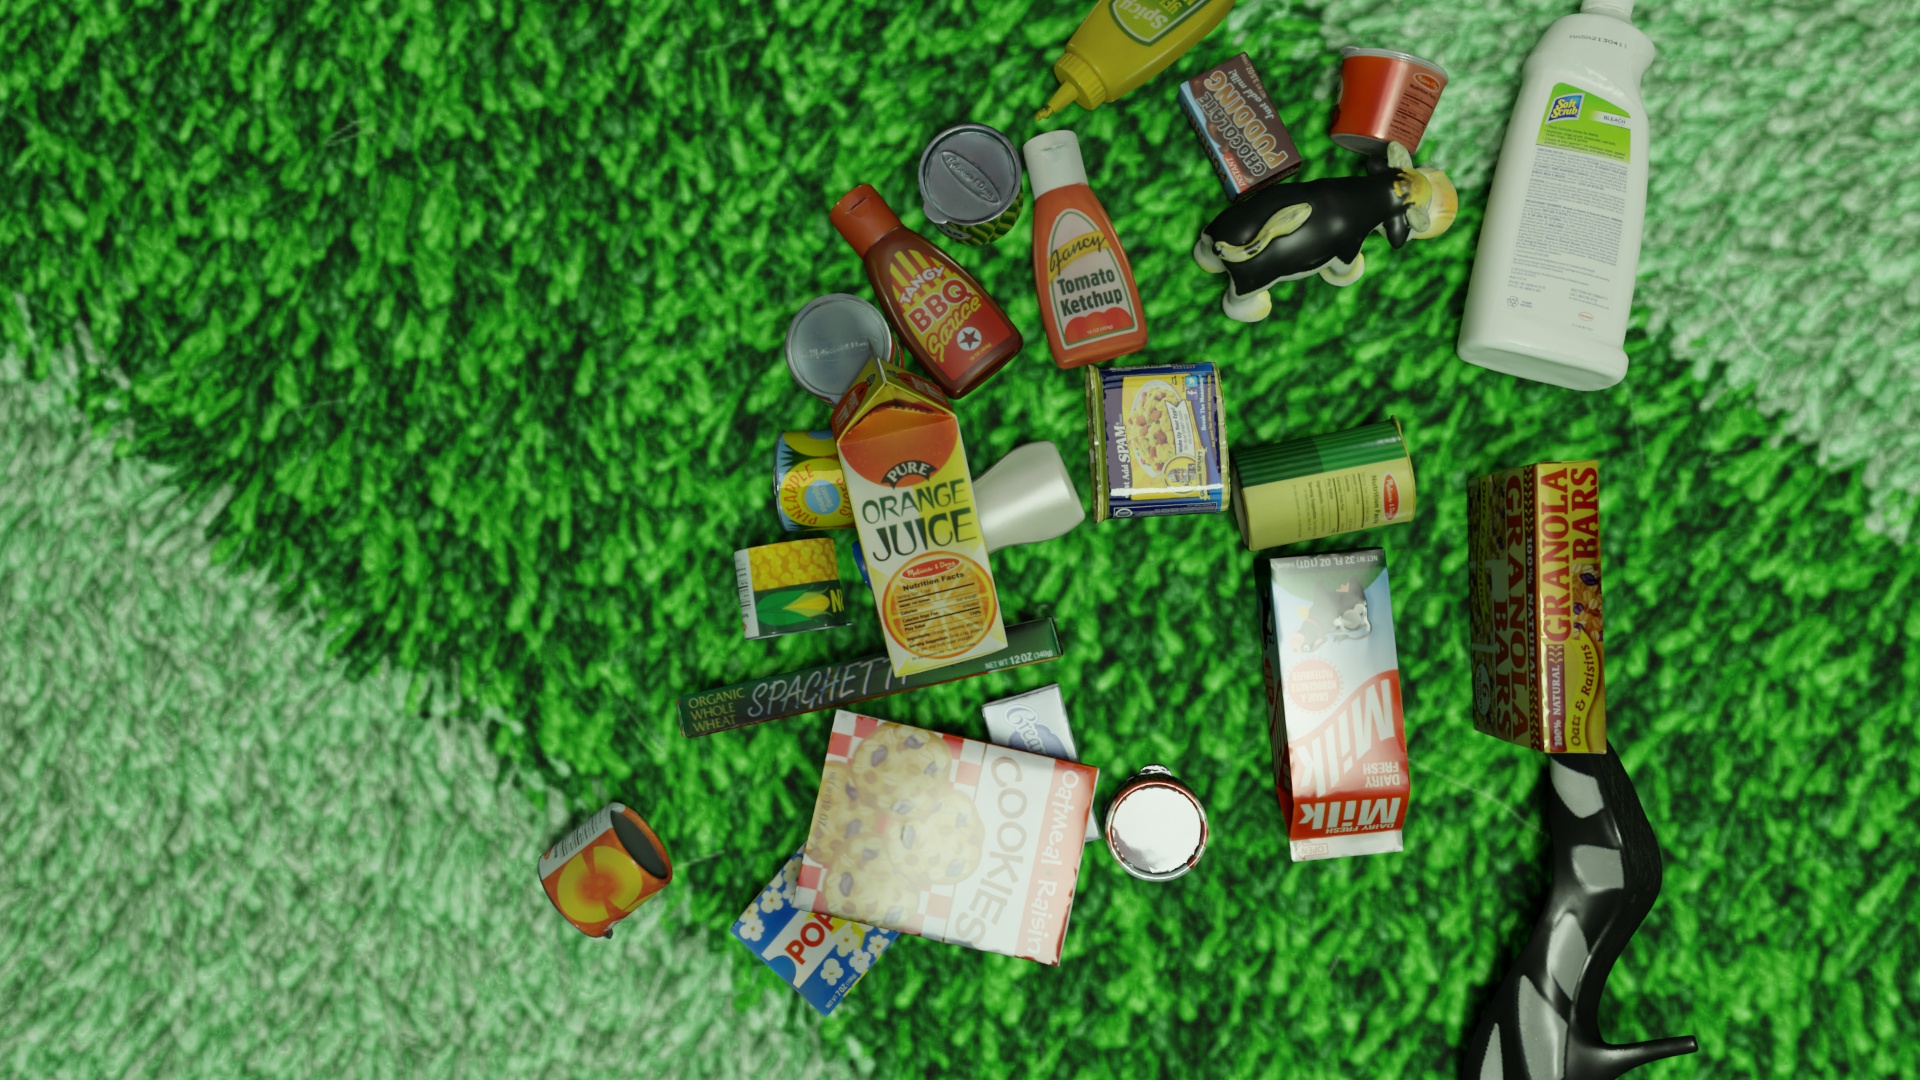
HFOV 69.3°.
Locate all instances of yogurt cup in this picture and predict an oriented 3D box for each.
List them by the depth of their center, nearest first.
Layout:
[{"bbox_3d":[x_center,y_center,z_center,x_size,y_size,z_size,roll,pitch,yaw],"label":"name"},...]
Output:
[{"bbox_3d":[0.270,-0.277,0.887,0.072,0.072,0.054,16,97,5],"label":"yogurt cup"}]

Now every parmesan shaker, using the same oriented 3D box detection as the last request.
[{"bbox_3d":[0.225,-0.037,0.876,0.103,0.071,0.071,-11,87,4],"label":"parmesan shaker"}]

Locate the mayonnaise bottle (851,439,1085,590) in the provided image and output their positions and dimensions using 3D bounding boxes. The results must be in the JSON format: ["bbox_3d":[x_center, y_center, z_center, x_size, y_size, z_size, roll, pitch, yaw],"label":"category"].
[{"bbox_3d":[0.003,-0.011,0.905,0.148,0.041,0.064,-23,92,4],"label":"mayonnaise bottle"}]

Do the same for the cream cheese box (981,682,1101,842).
[{"bbox_3d":[0.052,0.149,0.902,0.053,0.024,0.104,-16,87,2],"label":"cream cheese box"}]

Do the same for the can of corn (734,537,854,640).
[{"bbox_3d":[-0.108,0.031,0.898,0.071,0.071,0.058,-9,87,4],"label":"can of corn"}]

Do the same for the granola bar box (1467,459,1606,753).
[{"bbox_3d":[0.344,0.039,0.837,0.039,0.124,0.165,-1,87,3],"label":"granola bar box"}]

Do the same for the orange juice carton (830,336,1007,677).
[{"bbox_3d":[-0.030,-0.024,0.833,0.073,0.072,0.192,-14,109,-3],"label":"orange juice carton"}]

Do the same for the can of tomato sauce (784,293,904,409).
[{"bbox_3d":[-0.072,-0.116,0.893,0.071,0.083,0.071,0,88,4],"label":"can of tomato sauce"}]

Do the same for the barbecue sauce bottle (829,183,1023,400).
[{"bbox_3d":[-0.027,-0.167,0.912,0.065,0.043,0.148,-39,85,-3],"label":"barbecue sauce bottle"}]

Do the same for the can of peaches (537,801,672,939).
[{"bbox_3d":[-0.227,0.214,0.898,0.058,0.071,0.071,-39,86,1],"label":"can of peaches"}]

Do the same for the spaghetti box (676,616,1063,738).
[{"bbox_3d":[-0.058,0.088,0.899,0.250,0.050,0.028,-12,86,3],"label":"spaghetti box"}]

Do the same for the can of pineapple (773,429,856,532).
[{"bbox_3d":[-0.086,-0.039,0.897,0.058,0.071,0.071,-3,88,4],"label":"can of pineapple"}]

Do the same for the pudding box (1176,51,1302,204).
[{"bbox_3d":[0.182,-0.269,0.909,0.049,0.030,0.083,-26,86,3],"label":"pudding box"}]

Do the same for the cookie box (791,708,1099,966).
[{"bbox_3d":[-0.008,0.183,0.861,0.167,0.040,0.123,13,82,0],"label":"cookie box"}]

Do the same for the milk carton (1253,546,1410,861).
[{"bbox_3d":[0.232,0.102,0.867,0.072,0.073,0.190,-6,88,4],"label":"milk carton"}]

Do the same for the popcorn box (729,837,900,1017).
[{"bbox_3d":[-0.074,0.229,0.900,0.085,0.038,0.126,41,90,3],"label":"popcorn box"}]

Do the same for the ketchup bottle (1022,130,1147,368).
[{"bbox_3d":[0.075,-0.190,0.906,0.065,0.043,0.149,-14,86,3],"label":"ketchup bottle"}]

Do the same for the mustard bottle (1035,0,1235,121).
[{"bbox_3d":[0.111,-0.328,0.907,0.160,0.049,0.065,-43,84,1],"label":"mustard bottle"}]

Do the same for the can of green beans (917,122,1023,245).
[{"bbox_3d":[0.008,-0.231,0.905,0.071,0.058,0.071,0,88,4],"label":"can of green beans"}]

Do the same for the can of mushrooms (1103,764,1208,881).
[{"bbox_3d":[0.125,0.181,0.891,0.071,0.033,0.071,0,88,5],"label":"can of mushrooms"}]
